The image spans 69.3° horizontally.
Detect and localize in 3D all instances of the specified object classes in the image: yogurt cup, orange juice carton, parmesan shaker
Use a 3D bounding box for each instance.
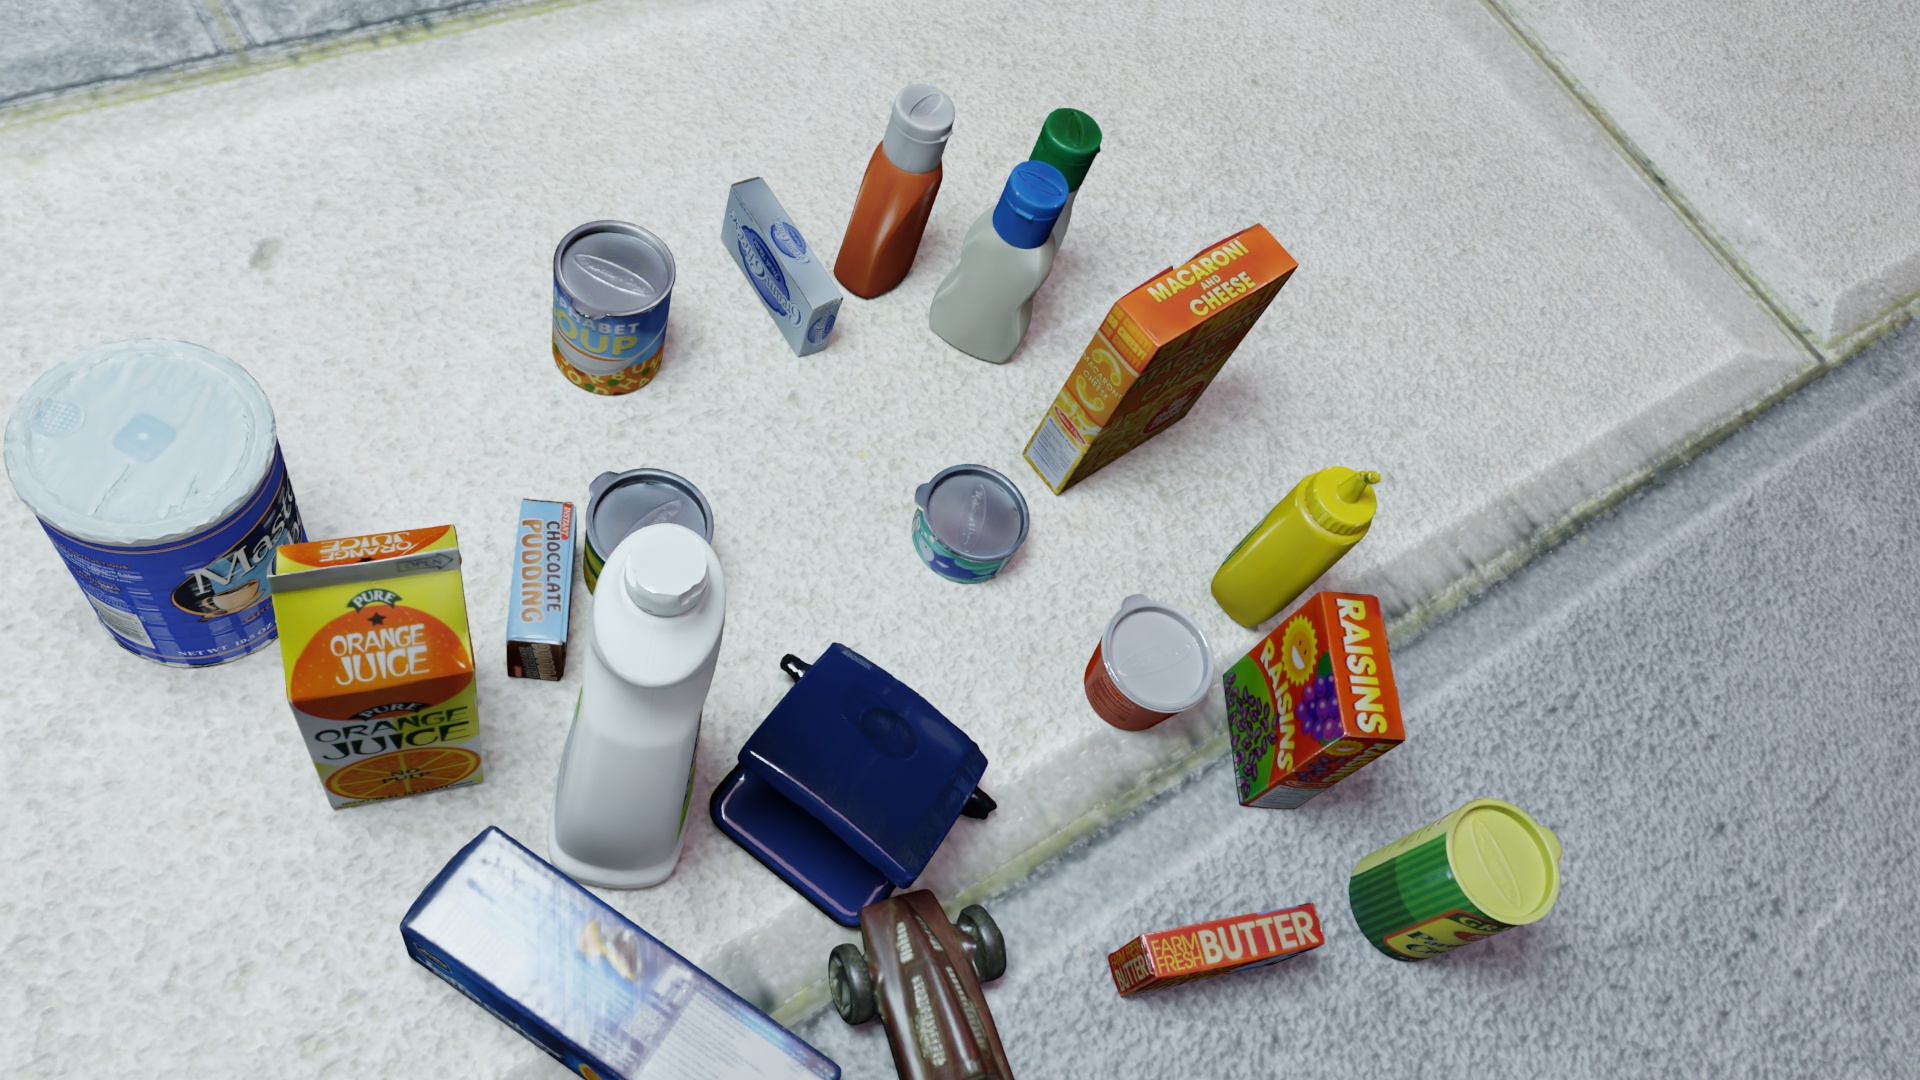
[{"bbox_3d":[0.105,0.076,0.801,0.072,0.053,0.073,8,60,-13],"label":"yogurt cup"},{"bbox_3d":[-0.256,0.052,0.619,0.072,0.191,0.073,-8,65,-21],"label":"orange juice carton"},{"bbox_3d":[0.270,0.188,0.762,0.071,0.102,0.071,8,60,-13],"label":"parmesan shaker"}]

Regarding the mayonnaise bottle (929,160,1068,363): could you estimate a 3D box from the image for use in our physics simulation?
[{"bbox_3d":[0.027,-0.171,0.858,0.065,0.147,0.041,27,58,-2],"label":"mayonnaise bottle"}]

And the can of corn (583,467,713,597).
[{"bbox_3d":[-0.172,0.002,0.753,0.071,0.058,0.071,8,60,-13],"label":"can of corn"}]

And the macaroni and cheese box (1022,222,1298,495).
[{"bbox_3d":[0.116,-0.107,0.839,0.124,0.165,0.040,-32,75,-29],"label":"macaroni and cheese box"}]

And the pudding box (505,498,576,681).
[{"bbox_3d":[-0.219,0.026,0.729,0.030,0.049,0.084,5,61,-15],"label":"pudding box"}]

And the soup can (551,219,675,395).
[{"bbox_3d":[-0.203,-0.131,0.801,0.071,0.083,0.071,8,60,-13],"label":"soup can"}]

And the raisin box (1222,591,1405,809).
[{"bbox_3d":[0.195,0.092,0.779,0.040,0.122,0.086,6,61,-14],"label":"raisin box"}]

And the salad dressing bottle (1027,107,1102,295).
[{"bbox_3d":[0.049,-0.211,0.887,0.044,0.147,0.064,6,61,-14],"label":"salad dressing bottle"}]

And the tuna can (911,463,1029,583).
[{"bbox_3d":[0.003,-0.010,0.829,0.071,0.032,0.071,8,60,-13],"label":"tuna can"}]

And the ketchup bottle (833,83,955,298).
[{"bbox_3d":[-0.038,-0.216,0.862,0.043,0.148,0.065,38,58,5],"label":"ketchup bottle"}]

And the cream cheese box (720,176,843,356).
[{"bbox_3d":[-0.113,-0.171,0.869,0.024,0.053,0.104,-25,72,-27],"label":"cream cheese box"}]

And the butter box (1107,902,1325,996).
[{"bbox_3d":[0.135,0.216,0.733,0.104,0.053,0.024,-5,64,-20],"label":"butter box"}]

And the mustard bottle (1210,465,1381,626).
[{"bbox_3d":[0.202,-0.004,0.813,0.049,0.159,0.065,46,59,10],"label":"mustard bottle"}]
